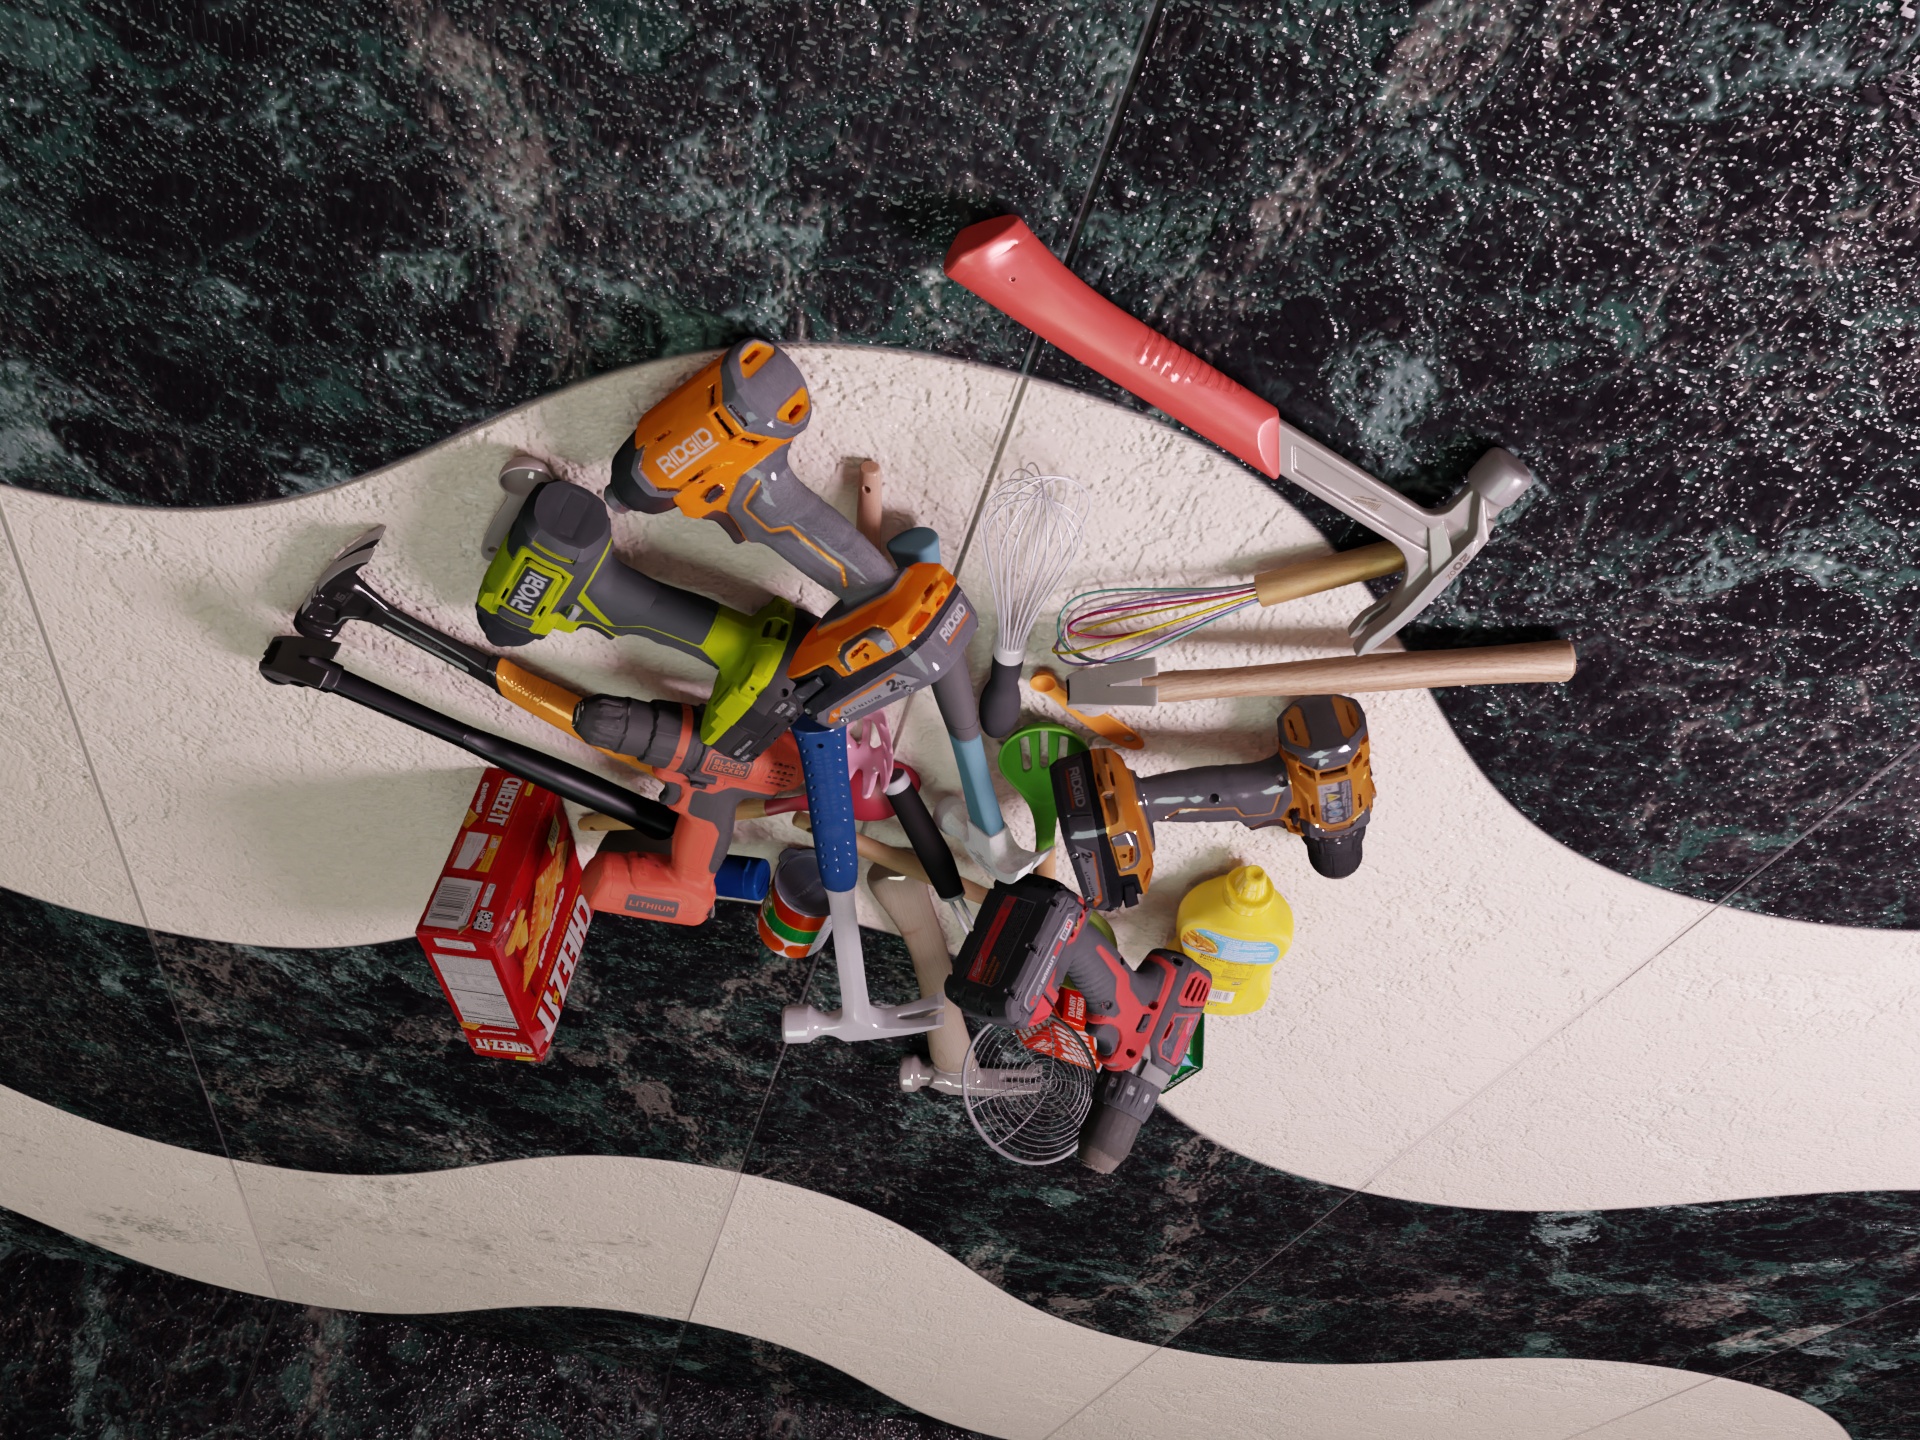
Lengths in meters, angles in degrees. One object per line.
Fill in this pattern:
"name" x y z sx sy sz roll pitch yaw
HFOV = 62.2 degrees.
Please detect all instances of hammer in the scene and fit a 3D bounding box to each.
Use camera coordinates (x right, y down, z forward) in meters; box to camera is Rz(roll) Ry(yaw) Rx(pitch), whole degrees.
"hammer" -0.322 -0.026 1.201 0.336 0.034 0.127 31 138 -27
"hammer" -0.002 -0.004 1.131 0.128 0.033 0.330 38 154 40
"hammer" -0.090 0.136 1.269 0.144 0.035 0.405 -2 136 0
"hammer" -0.368 0.018 1.228 0.334 0.035 0.146 27 166 -27
"hammer" 0.235 -0.029 1.055 0.331 0.031 0.130 -4 178 6
"hammer" 0.144 -0.168 0.905 0.358 0.037 0.149 27 124 -19
"hammer" -0.013 0.248 1.490 0.146 0.038 0.410 0 141 9

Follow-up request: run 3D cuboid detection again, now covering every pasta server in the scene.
"pasta server" -0.068 -0.055 1.110 0.060 0.040 0.316 15 142 7

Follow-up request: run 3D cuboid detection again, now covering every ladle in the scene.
"ladle" -0.181 0.072 1.306 0.315 0.031 0.069 -7 140 22
"ladle" -0.001 0.147 1.320 0.320 0.062 0.078 26 128 -27

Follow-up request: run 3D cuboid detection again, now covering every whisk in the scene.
"whisk" 0.172 -0.080 1.033 0.245 0.051 0.047 -14 168 21
"whisk" 0.036 -0.068 1.062 0.070 0.070 0.284 9 147 0

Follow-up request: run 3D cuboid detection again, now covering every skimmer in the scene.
"skimmer" 0.010 0.204 1.284 0.127 0.090 0.363 -11 121 26

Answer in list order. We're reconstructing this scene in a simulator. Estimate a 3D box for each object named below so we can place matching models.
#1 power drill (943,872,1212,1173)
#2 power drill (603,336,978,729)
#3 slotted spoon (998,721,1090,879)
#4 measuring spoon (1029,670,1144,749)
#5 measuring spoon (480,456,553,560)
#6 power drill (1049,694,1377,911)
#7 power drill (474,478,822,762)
"power drill" 0.093 0.239 1.253 0.226 0.188 0.080 37 163 -35
"power drill" -0.113 -0.107 0.985 0.164 0.084 0.226 -24 113 38
"slotted spoon" 0.065 0.118 1.265 0.070 0.031 0.313 0 129 1
"measuring spoon" 0.094 -0.008 1.163 0.116 0.011 0.021 32 135 -32
"measuring spoon" -0.302 -0.142 1.066 0.034 0.018 0.124 6 153 -27
"power drill" 0.193 0.074 1.174 0.226 0.084 0.185 -14 139 7
"power drill" -0.218 -0.062 1.100 0.223 0.080 0.171 26 144 -18
